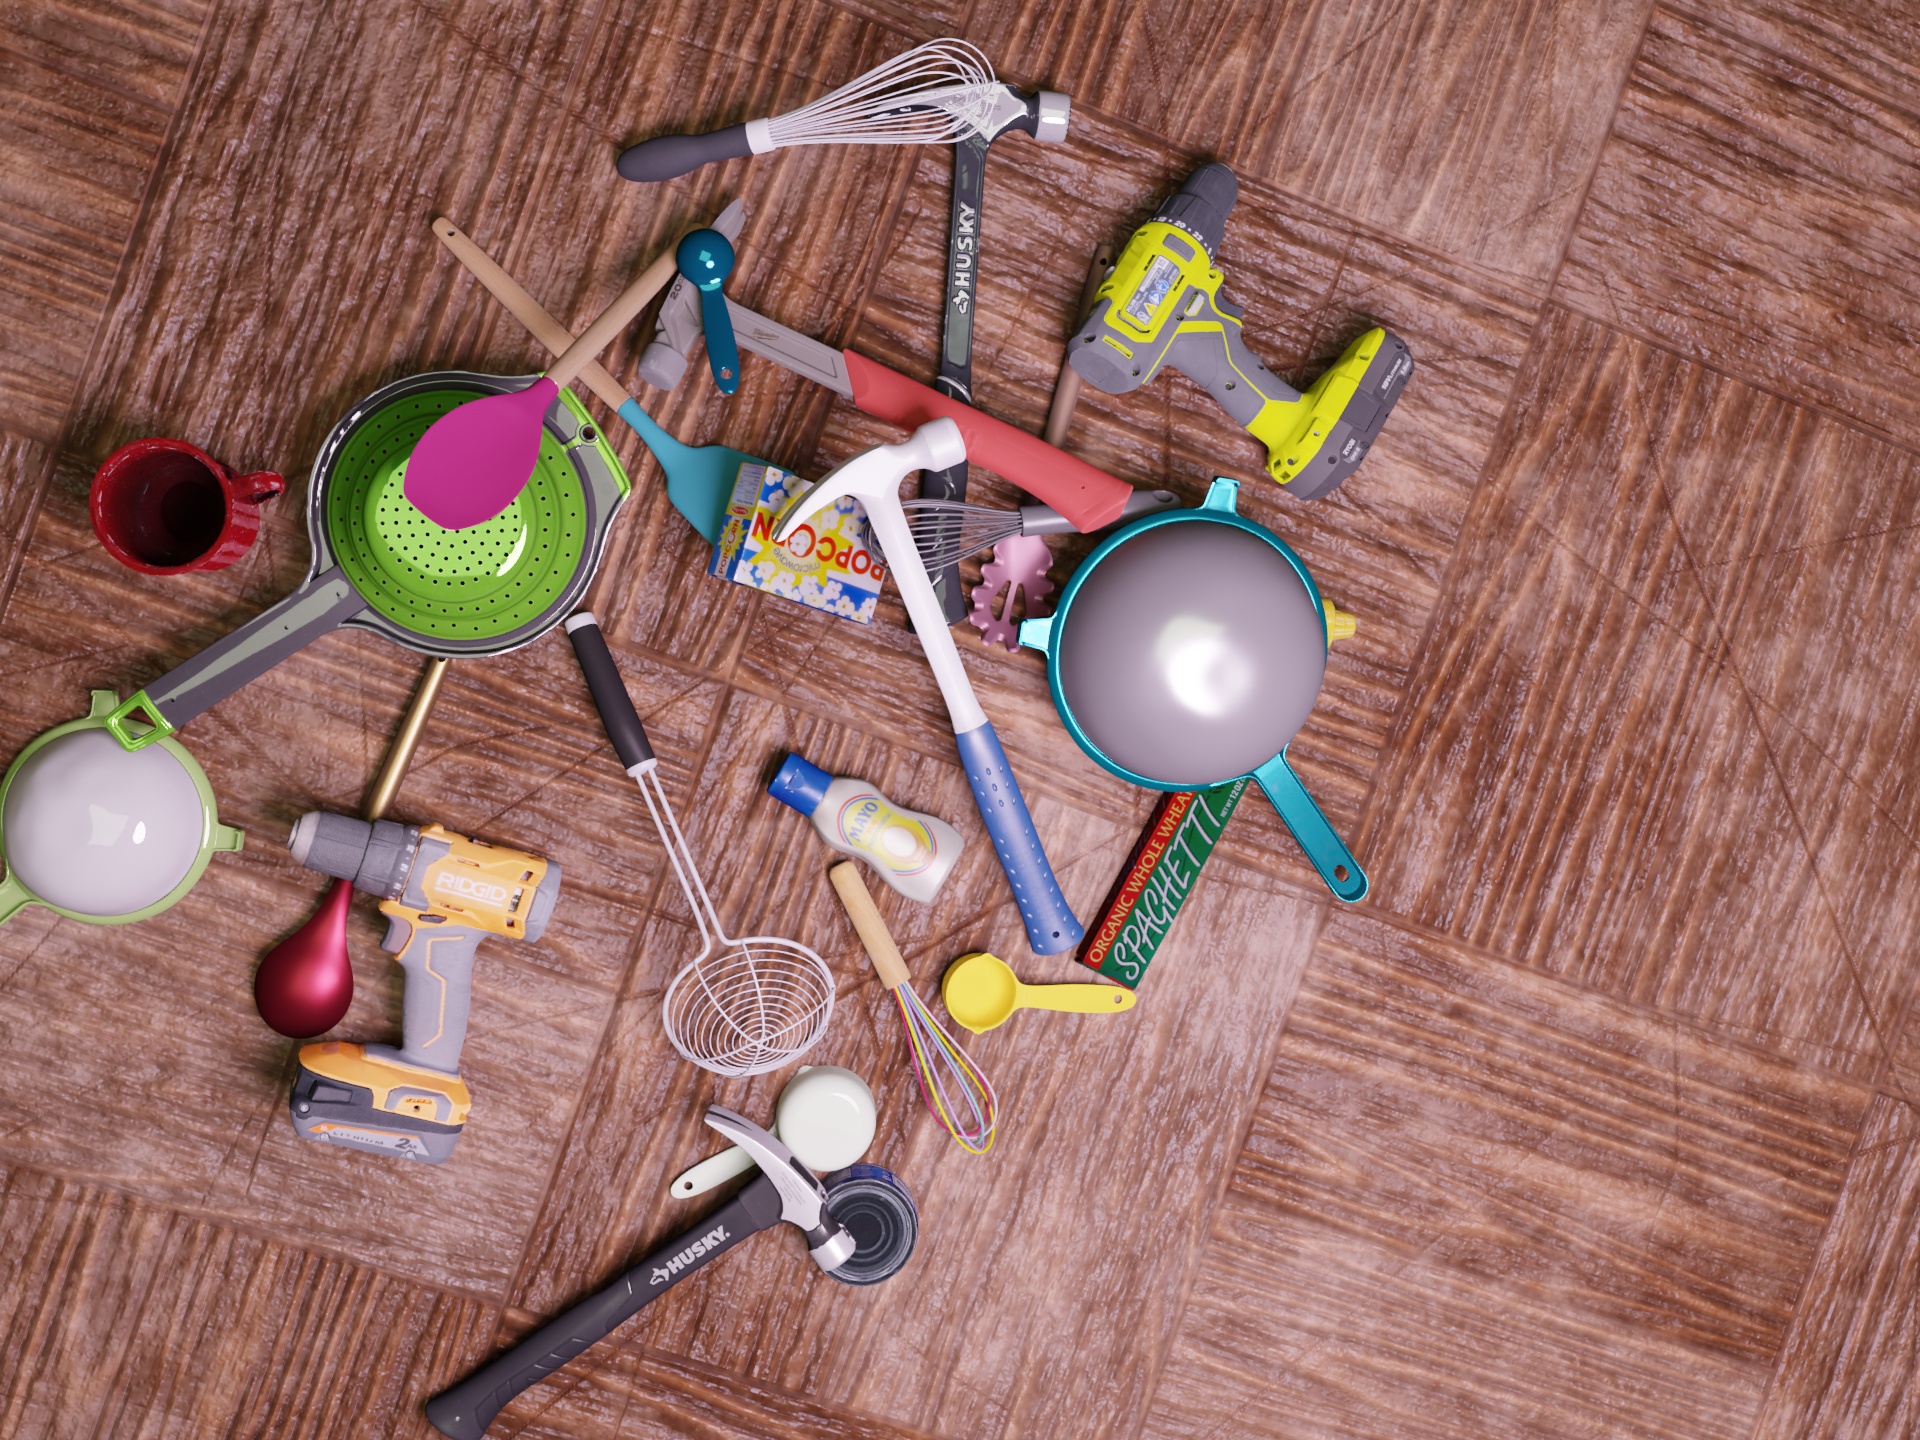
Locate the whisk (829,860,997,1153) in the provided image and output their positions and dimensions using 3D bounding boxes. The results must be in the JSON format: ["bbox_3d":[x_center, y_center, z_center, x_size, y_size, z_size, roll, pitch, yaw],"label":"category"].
[{"bbox_3d":[-0.036,0.217,1.206,0.047,0.051,0.245,-28,92,-26],"label":"whisk"}]

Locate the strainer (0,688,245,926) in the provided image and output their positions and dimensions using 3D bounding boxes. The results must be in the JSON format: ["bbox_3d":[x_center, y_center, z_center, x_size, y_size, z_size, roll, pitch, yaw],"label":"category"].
[{"bbox_3d":[-0.649,0.107,1.110,0.256,0.069,0.151,-40,97,-5],"label":"strainer"}]

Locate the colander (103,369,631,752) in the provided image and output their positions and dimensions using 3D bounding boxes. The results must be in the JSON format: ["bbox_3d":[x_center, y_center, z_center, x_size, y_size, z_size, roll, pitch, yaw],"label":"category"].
[{"bbox_3d":[-0.415,-0.094,1.089,0.397,0.094,0.204,-34,105,-5],"label":"colander"}]

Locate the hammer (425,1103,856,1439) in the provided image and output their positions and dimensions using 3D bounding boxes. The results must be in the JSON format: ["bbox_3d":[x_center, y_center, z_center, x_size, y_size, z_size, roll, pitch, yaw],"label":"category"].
[{"bbox_3d":[-0.253,0.422,1.173,0.335,0.035,0.146,-35,93,3],"label":"hammer"}]

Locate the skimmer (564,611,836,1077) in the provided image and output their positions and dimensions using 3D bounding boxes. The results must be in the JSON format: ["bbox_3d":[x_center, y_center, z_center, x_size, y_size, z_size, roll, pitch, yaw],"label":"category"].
[{"bbox_3d":[-0.208,0.092,1.182,0.127,0.090,0.363,-24,85,-2],"label":"skimmer"}]

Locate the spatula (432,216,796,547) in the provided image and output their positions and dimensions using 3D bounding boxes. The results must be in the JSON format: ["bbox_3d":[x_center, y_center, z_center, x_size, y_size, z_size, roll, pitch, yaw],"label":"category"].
[{"bbox_3d":[-0.260,-0.252,1.151,0.317,0.044,0.082,44,73,-5],"label":"spatula"}]

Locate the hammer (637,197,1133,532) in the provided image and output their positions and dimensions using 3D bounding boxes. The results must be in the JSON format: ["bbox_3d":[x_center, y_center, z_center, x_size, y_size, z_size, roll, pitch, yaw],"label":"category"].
[{"bbox_3d":[-0.041,-0.238,1.137,0.359,0.036,0.149,26,78,3],"label":"hammer"}]

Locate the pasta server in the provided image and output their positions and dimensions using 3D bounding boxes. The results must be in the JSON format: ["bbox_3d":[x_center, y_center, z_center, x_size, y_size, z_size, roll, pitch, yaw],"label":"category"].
[{"bbox_3d":[0.070,-0.205,1.194,0.060,0.040,0.316,15,90,-2],"label":"pasta server"}]

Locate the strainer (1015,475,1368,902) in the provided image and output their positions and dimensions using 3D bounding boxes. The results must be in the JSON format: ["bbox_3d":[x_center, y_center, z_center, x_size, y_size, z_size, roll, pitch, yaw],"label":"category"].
[{"bbox_3d":[0.208,0.009,1.138,0.211,0.095,0.340,-36,104,1],"label":"strainer"}]

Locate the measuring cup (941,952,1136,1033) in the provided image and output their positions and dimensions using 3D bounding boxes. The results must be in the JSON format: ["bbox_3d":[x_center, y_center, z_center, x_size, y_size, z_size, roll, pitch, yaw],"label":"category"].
[{"bbox_3d":[0.060,0.210,1.225,0.156,0.029,0.062,6,92,-19],"label":"measuring cup"}]

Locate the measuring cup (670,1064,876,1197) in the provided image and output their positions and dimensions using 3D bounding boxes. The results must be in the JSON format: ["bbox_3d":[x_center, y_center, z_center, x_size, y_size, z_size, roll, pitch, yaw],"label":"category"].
[{"bbox_3d":[-0.141,0.321,1.194,0.167,0.038,0.083,-26,95,-7],"label":"measuring cup"}]

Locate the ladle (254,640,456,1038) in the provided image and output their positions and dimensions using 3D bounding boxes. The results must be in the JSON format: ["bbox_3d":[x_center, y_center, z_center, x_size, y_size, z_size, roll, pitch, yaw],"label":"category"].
[{"bbox_3d":[-0.432,0.086,1.157,0.069,0.031,0.315,23,88,-12],"label":"ladle"}]

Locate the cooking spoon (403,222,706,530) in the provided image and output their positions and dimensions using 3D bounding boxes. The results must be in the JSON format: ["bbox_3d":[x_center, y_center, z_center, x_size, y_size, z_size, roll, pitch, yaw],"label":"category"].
[{"bbox_3d":[-0.266,-0.245,1.090,0.068,0.017,0.319,40,59,-12],"label":"cooking spoon"}]

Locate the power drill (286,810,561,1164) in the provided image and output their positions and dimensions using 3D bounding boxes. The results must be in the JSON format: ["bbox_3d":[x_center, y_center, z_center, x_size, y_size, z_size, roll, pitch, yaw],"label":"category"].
[{"bbox_3d":[-0.405,0.180,1.123,0.185,0.084,0.226,20,88,-22],"label":"power drill"}]

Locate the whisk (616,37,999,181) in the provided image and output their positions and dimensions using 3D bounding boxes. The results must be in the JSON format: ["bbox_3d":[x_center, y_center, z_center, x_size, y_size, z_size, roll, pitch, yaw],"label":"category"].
[{"bbox_3d":[-0.111,-0.424,1.134,0.284,0.070,0.070,-9,94,10],"label":"whisk"}]

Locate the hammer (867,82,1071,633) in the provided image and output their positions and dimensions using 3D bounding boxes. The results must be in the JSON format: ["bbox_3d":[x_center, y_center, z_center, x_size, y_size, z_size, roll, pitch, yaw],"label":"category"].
[{"bbox_3d":[-0.008,-0.268,1.184,0.149,0.036,0.409,5,93,-6],"label":"hammer"}]

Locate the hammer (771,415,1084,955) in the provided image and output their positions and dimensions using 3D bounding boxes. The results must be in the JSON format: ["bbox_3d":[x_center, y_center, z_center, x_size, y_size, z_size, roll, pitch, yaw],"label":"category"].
[{"bbox_3d":[-0.002,-0.004,1.144,0.144,0.035,0.405,-24,111,-5],"label":"hammer"}]

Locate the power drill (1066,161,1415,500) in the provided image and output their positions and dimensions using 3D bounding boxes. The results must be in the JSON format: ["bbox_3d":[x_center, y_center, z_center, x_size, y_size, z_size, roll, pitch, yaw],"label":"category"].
[{"bbox_3d":[0.215,-0.289,1.184,0.228,0.080,0.190,33,77,-6],"label":"power drill"}]

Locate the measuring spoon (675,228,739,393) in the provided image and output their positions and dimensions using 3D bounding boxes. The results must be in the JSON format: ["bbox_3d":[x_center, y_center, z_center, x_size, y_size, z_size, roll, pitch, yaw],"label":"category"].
[{"bbox_3d":[-0.173,-0.290,1.114,0.042,0.021,0.129,-11,76,-4],"label":"measuring spoon"}]

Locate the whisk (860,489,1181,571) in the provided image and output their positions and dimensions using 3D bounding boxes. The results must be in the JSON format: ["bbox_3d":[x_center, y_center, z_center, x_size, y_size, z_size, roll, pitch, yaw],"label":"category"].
[{"bbox_3d":[0.046,-0.143,1.156,0.239,0.055,0.055,-8,94,-8],"label":"whisk"}]
